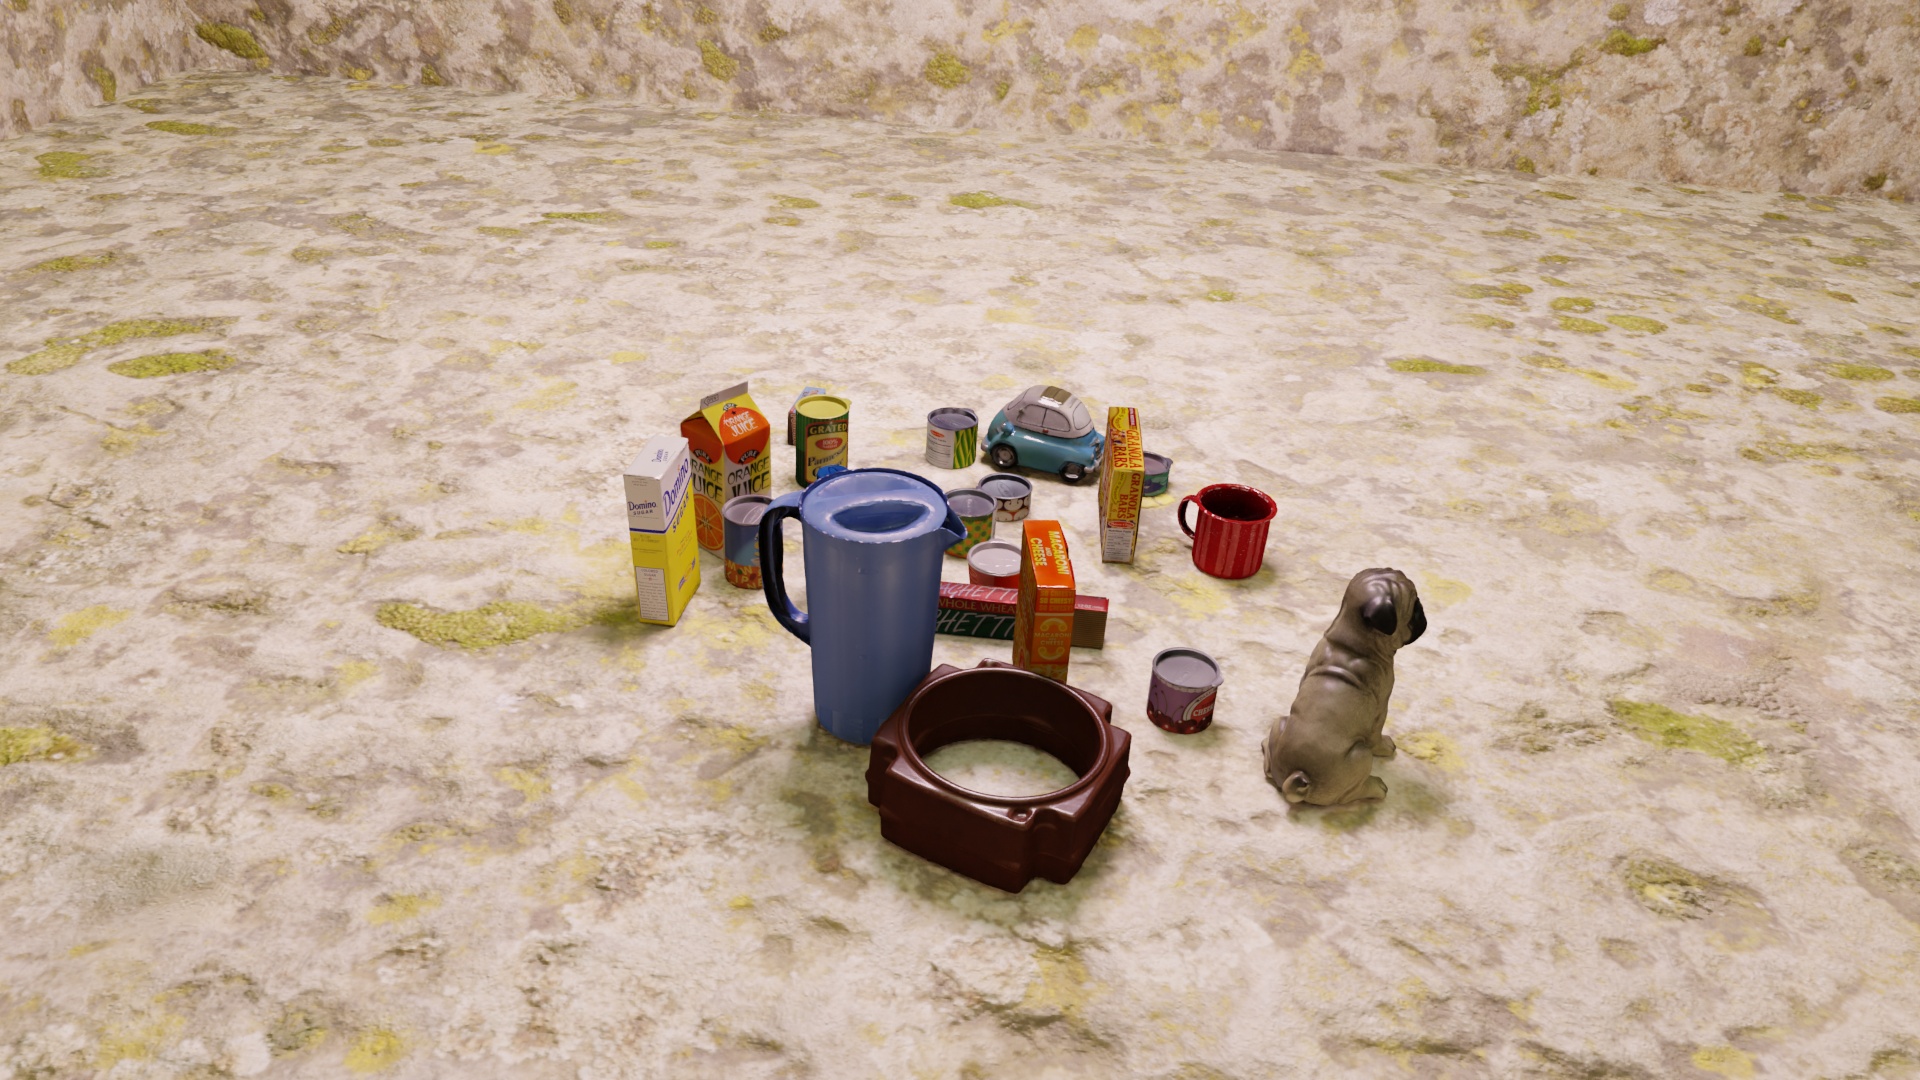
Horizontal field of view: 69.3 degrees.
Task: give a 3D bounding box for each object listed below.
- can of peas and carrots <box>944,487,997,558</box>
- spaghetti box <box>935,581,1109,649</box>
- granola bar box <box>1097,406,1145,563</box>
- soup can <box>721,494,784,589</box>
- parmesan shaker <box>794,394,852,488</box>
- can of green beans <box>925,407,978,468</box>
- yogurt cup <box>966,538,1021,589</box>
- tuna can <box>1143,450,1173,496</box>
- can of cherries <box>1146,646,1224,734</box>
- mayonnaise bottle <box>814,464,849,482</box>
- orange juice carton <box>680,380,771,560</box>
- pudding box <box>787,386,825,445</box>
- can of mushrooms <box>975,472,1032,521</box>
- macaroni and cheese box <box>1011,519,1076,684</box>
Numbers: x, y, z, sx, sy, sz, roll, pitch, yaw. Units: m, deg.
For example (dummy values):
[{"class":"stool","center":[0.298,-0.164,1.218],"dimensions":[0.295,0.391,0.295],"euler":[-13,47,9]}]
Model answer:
[{"class":"can of peas and carrots","center":[0.006,-0.020,1.601],"dimensions":[0.071,0.058,0.071],"euler":[3,31,-2]},{"class":"spaghetti box","center":[0.028,0.075,1.454],"dimensions":[0.250,0.050,0.029],"euler":[5,31,3]},{"class":"granola bar box","center":[0.189,-0.068,1.636],"dimensions":[0.039,0.123,0.166],"euler":[4,31,1]},{"class":"soup can","center":[-0.223,0.002,1.515],"dimensions":[0.071,0.083,0.072],"euler":[3,31,-2]},{"class":"parmesan shaker","center":[-0.167,-0.120,1.705],"dimensions":[0.071,0.102,0.071],"euler":[3,31,-2]},{"class":"can of green beans","center":[-0.011,-0.132,1.786],"dimensions":[0.071,0.057,0.071],"euler":[3,31,-2]},{"class":"yogurt cup","center":[0.040,0.040,1.510],"dimensions":[0.072,0.053,0.073],"euler":[3,31,-2]},{"class":"tuna can","center":[0.234,-0.085,1.759],"dimensions":[0.071,0.032,0.071],"euler":[3,31,-2]},{"class":"can of cherries","center":[0.218,0.147,1.347],"dimensions":[0.071,0.058,0.072],"euler":[3,31,-2]},{"class":"mayonnaise bottle","center":[-0.135,-0.008,1.479],"dimensions":[0.041,0.147,0.065],"euler":[-10,33,-22]},{"class":"orange juice carton","center":[-0.259,-0.082,1.545],"dimensions":[0.073,0.191,0.072],"euler":[25,37,32]},{"class":"pudding box","center":[-0.202,-0.164,1.826],"dimensions":[0.030,0.049,0.084],"euler":[8,31,8]},{"class":"can of mushrooms","center":[0.051,-0.053,1.685],"dimensions":[0.071,0.033,0.071],"euler":[3,31,-2]},{"class":"macaroni and cheese box","center":[0.079,0.081,1.337],"dimensions":[0.040,0.165,0.124],"euler":[1,31,-5]}]
